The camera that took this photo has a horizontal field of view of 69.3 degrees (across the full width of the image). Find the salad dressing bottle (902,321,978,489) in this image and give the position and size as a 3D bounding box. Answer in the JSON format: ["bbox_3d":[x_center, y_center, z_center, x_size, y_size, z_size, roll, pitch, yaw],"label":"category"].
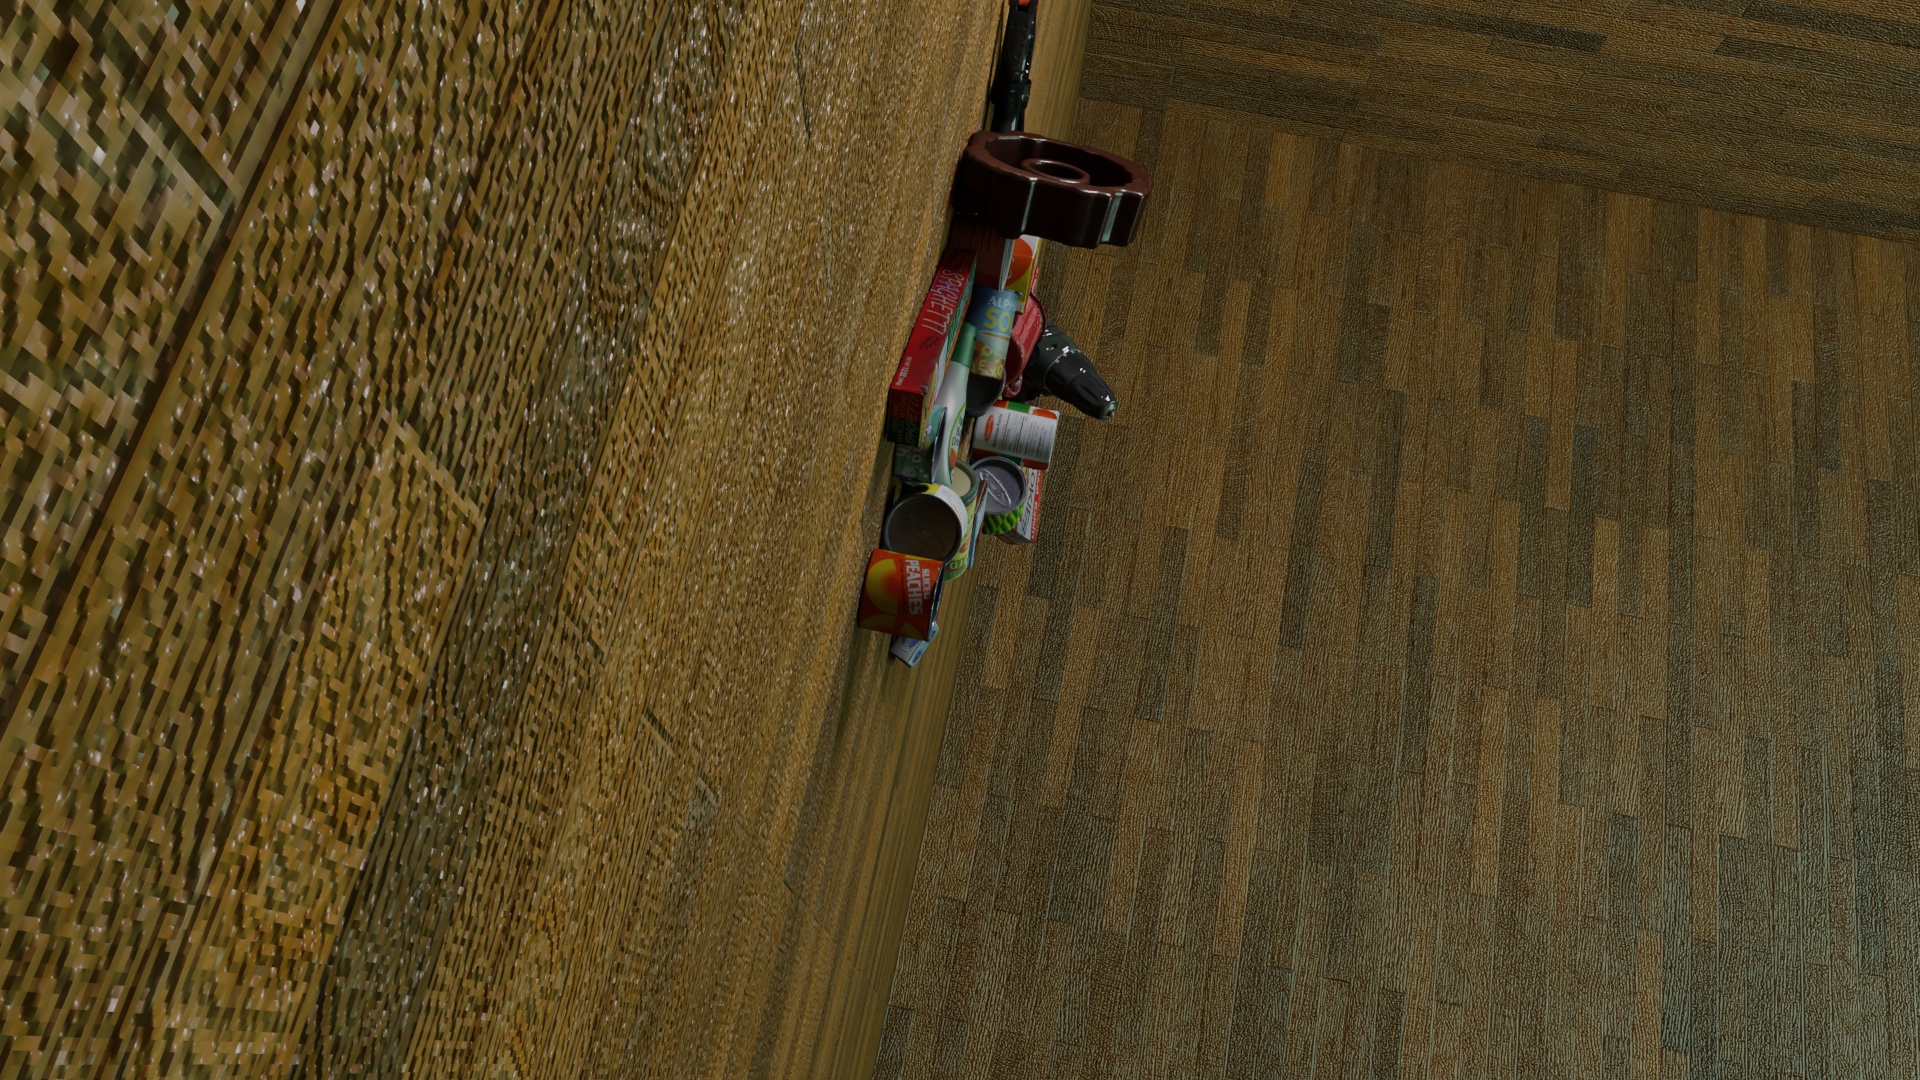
[{"bbox_3d":[-0.016,-0.119,1.218,0.064,0.044,0.147,60,41,-84],"label":"salad dressing bottle"}]

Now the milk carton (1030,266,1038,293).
[{"bbox_3d":[0.044,-0.262,1.540,0.190,0.072,0.073,70,32,-84],"label":"milk carton"}]

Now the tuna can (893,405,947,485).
[{"bbox_3d":[-0.033,-0.081,1.146,0.071,0.033,0.071,4,97,-87],"label":"tuna can"}]

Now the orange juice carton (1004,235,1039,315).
[{"bbox_3d":[0.042,-0.292,1.405,0.072,0.072,0.194,98,4,-45],"label":"orange juice carton"}]

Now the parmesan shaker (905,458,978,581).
[{"bbox_3d":[-0.022,-0.018,1.282,0.072,0.071,0.102,-76,175,-46],"label":"parmesan shaker"}]

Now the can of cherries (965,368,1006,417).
[{"bbox_3d":[0.012,-0.158,1.374,0.058,0.071,0.071,-65,166,-82],"label":"can of cherries"}]

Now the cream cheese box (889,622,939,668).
[{"bbox_3d":[-0.048,0.105,1.470,0.053,0.024,0.103,-57,174,-7],"label":"cream cheese box"}]

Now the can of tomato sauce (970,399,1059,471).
[{"bbox_3d":[0.058,-0.112,1.464,0.071,0.083,0.071,5,97,-87],"label":"can of tomato sauce"}]

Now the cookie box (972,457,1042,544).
[{"bbox_3d":[0.053,-0.070,1.577,0.167,0.040,0.123,33,62,-70],"label":"cookie box"}]

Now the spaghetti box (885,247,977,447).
[{"bbox_3d":[-0.021,-0.162,1.121,0.251,0.029,0.049,-75,175,-53],"label":"spaghetti box"}]

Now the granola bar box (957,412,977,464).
[{"bbox_3d":[-0.016,-0.075,1.429,0.166,0.039,0.123,-74,175,-53],"label":"granola bar box"}]

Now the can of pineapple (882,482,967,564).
[{"bbox_3d":[-0.030,-0.011,1.166,0.058,0.071,0.070,-66,166,-77],"label":"can of pineapple"}]

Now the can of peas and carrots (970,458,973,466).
[{"bbox_3d":[0.004,-0.055,1.605,0.070,0.071,0.059,94,7,-68],"label":"can of peas and carrots"}]

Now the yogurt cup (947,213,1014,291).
[{"bbox_3d":[0.018,-0.260,1.240,0.072,0.054,0.072,4,97,-87],"label":"yogurt cup"}]

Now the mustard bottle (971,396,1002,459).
[{"bbox_3d":[0.021,-0.153,1.640,0.159,0.065,0.049,89,6,-48],"label":"mustard bottle"}]

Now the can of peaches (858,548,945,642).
[{"bbox_3d":[-0.047,0.043,1.109,0.071,0.058,0.071,6,96,-86],"label":"can of peaches"}]

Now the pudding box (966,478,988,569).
[{"bbox_3d":[0.005,-0.017,1.364,0.083,0.030,0.050,97,8,-49],"label":"pudding box"}]

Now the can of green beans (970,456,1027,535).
[{"bbox_3d":[0.034,-0.046,1.444,0.057,0.071,0.071,97,5,-67],"label":"can of green beans"}]

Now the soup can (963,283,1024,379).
[{"bbox_3d":[0.017,-0.196,1.297,0.071,0.071,0.083,-49,150,-84],"label":"soup can"}]
